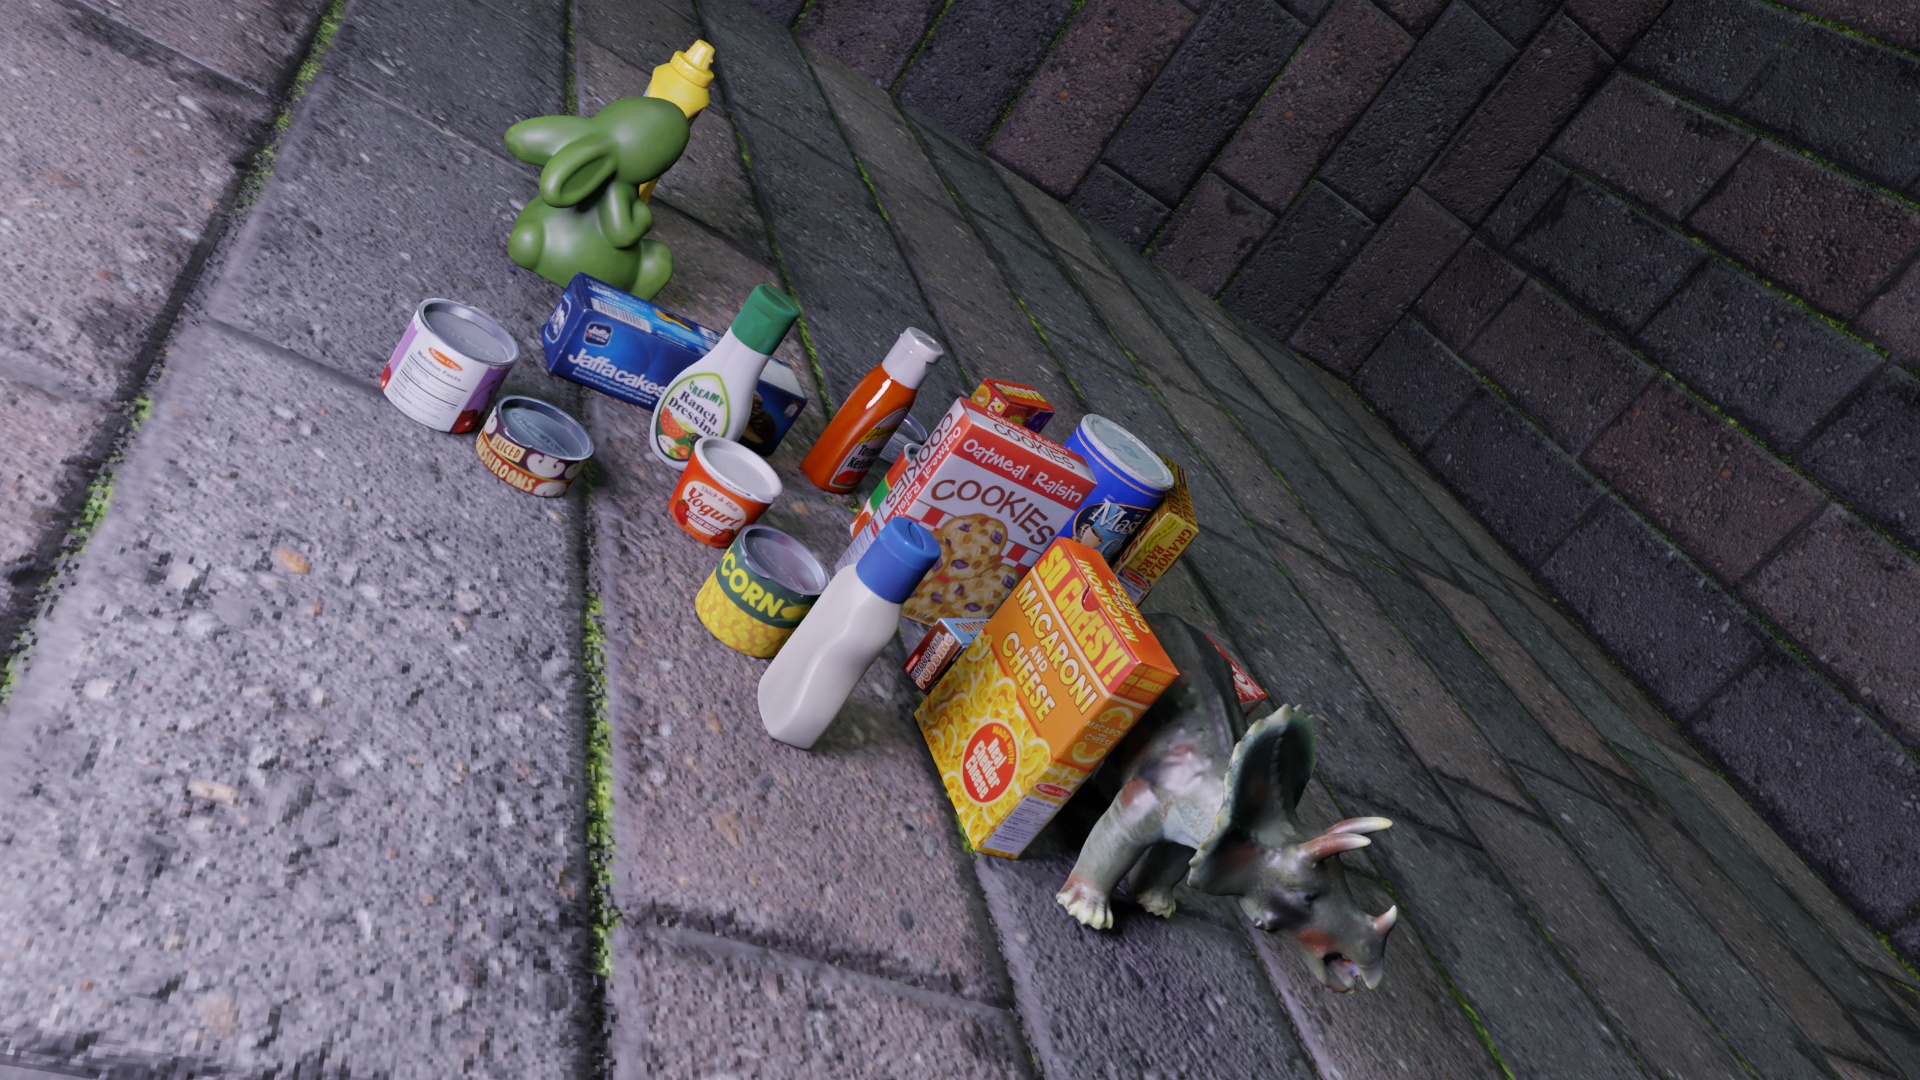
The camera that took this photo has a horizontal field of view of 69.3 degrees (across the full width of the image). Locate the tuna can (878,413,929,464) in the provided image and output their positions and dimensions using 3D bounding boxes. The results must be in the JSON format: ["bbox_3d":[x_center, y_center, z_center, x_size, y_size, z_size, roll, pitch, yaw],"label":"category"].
[{"bbox_3d":[-0.066,-0.103,1.301,0.071,0.032,0.071,32,22,-14],"label":"tuna can"}]

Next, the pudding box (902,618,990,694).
[{"bbox_3d":[0.003,0.083,1.002,0.030,0.049,0.084,49,24,27],"label":"pudding box"}]

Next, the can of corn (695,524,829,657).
[{"bbox_3d":[-0.128,0.033,0.886,0.071,0.058,0.071,32,21,-14],"label":"can of corn"}]

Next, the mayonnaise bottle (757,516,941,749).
[{"bbox_3d":[-0.066,0.052,0.820,0.041,0.147,0.065,26,23,-28],"label":"mayonnaise bottle"}]

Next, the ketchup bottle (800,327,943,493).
[{"bbox_3d":[-0.070,-0.107,1.142,0.043,0.148,0.065,45,22,19],"label":"ketchup bottle"}]

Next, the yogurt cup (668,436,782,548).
[{"bbox_3d":[-0.166,-0.032,0.967,0.072,0.053,0.073,32,22,-14],"label":"yogurt cup"}]

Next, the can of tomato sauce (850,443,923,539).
[{"bbox_3d":[-0.040,-0.026,1.113,0.071,0.082,0.071,32,21,-14],"label":"can of tomato sauce"}]

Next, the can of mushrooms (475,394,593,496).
[{"bbox_3d":[-0.273,-0.060,0.886,0.071,0.033,0.071,32,22,-14],"label":"can of mushrooms"}]

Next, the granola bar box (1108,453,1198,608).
[{"bbox_3d":[0.172,-0.002,1.341,0.039,0.123,0.166,34,21,-9],"label":"granola bar box"}]

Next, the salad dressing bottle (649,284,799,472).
[{"bbox_3d":[-0.170,-0.117,1.007,0.064,0.147,0.044,39,21,4],"label":"salad dressing bottle"}]

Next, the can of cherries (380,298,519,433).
[{"bbox_3d":[-0.322,-0.111,0.879,0.071,0.058,0.072,32,21,-14],"label":"can of cherries"}]

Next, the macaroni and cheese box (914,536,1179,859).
[{"bbox_3d":[0.048,0.099,0.878,0.040,0.166,0.124,21,26,-36],"label":"macaroni and cheese box"}]

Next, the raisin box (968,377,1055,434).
[{"bbox_3d":[0.021,-0.088,1.283,0.040,0.123,0.086,47,23,25],"label":"raisin box"}]

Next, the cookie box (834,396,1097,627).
[{"bbox_3d":[0.004,-0.013,1.038,0.123,0.167,0.040,23,25,-33],"label":"cookie box"}]
